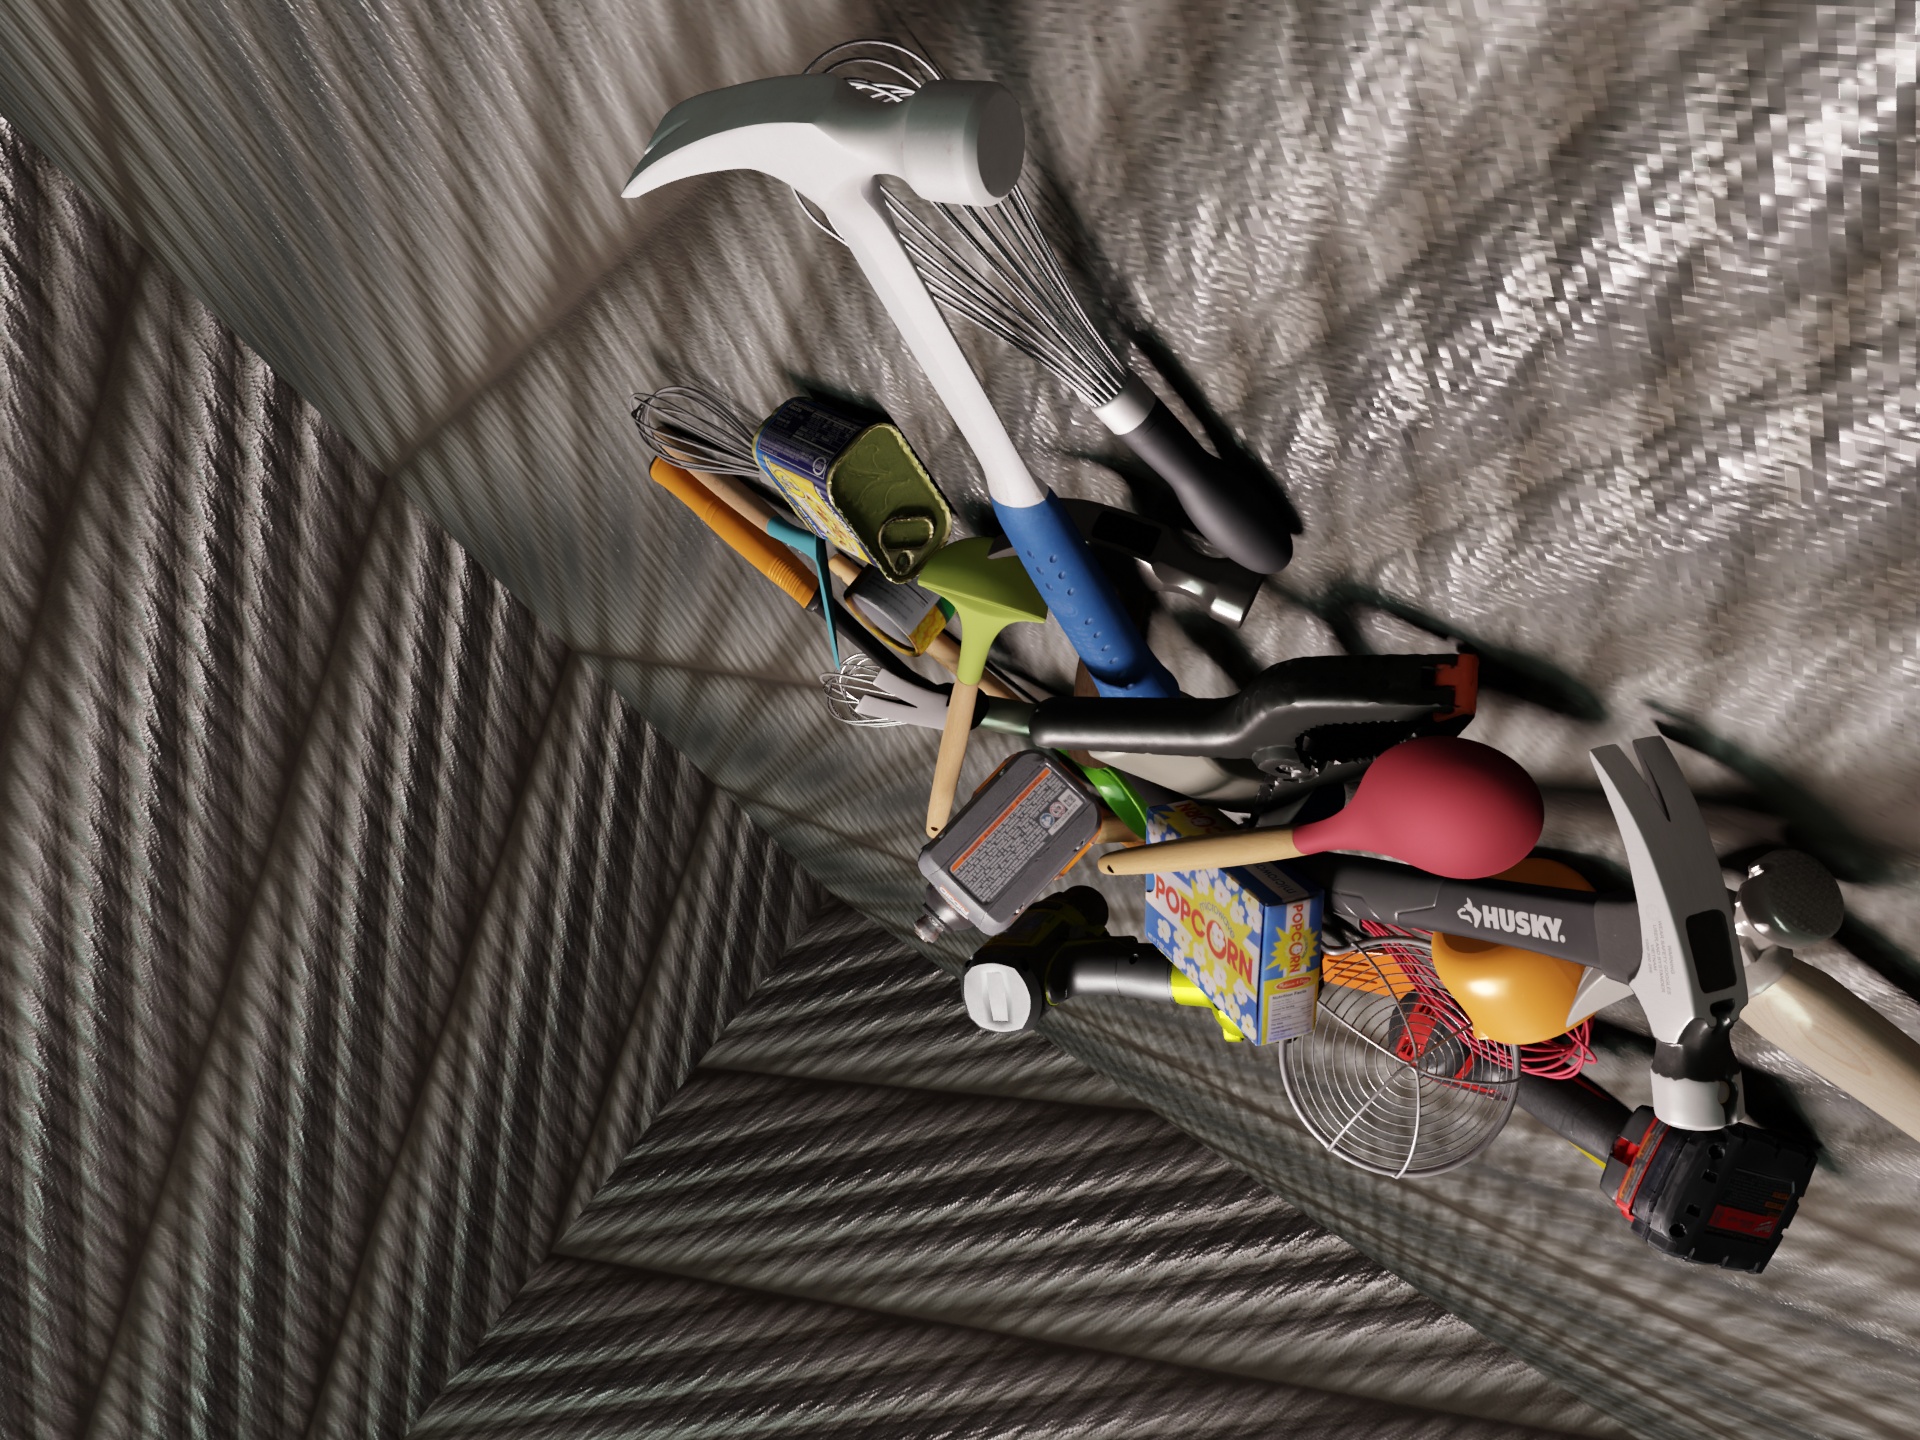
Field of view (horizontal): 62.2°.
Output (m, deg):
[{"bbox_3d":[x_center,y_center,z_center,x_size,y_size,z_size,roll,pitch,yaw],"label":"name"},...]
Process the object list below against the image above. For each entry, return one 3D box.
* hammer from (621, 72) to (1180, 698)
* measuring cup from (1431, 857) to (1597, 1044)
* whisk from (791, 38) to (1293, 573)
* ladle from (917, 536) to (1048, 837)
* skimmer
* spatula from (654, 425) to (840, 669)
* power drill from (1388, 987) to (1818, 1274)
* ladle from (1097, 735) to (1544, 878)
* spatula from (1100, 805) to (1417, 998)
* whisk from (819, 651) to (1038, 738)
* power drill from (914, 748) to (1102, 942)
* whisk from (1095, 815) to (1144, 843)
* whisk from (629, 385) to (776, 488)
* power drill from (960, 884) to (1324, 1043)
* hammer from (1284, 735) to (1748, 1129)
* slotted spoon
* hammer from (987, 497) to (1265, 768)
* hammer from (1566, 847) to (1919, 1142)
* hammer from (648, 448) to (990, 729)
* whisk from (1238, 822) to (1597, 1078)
[{"bbox_3d":[0.015,-0.100,0.639,0.144,0.035,0.405,14,161,28],"label":"hammer"},{"bbox_3d":[0.270,0.098,0.824,0.052,0.095,0.174,48,-176,-18],"label":"measuring cup"},{"bbox_3d":[0.042,-0.144,0.616,0.284,0.070,0.070,39,169,-29],"label":"whisk"},{"bbox_3d":[-0.002,-0.003,1.022,0.078,0.062,0.320,17,143,4],"label":"ladle"},{"bbox_3d":[0.183,0.113,0.956,0.090,0.127,0.364,50,180,-41],"label":"skimmer"},{"bbox_3d":[-0.150,-0.142,1.102,0.318,0.044,0.082,40,148,44],"label":"spatula"},{"bbox_3d":[0.375,0.232,0.947,0.143,0.078,0.220,21,-175,-35],"label":"power drill"},{"bbox_3d":[0.149,0.057,0.764,0.069,0.031,0.315,55,154,-7],"label":"ladle"},{"bbox_3d":[0.207,0.129,1.219,0.323,0.041,0.080,33,167,39],"label":"spatula"},{"bbox_3d":[-0.001,-0.009,1.153,0.246,0.058,0.059,11,164,32],"label":"whisk"},{"bbox_3d":[0.025,0.101,1.162,0.084,0.164,0.226,44,176,5],"label":"power drill"},{"bbox_3d":[0.081,0.095,1.309,0.245,0.047,0.051,-9,103,56],"label":"whisk"},{"bbox_3d":[-0.124,-0.163,1.044,0.239,0.055,0.055,28,165,21],"label":"whisk"},{"bbox_3d":[0.135,0.163,1.130,0.228,0.080,0.190,-2,-167,26],"label":"power drill"},{"bbox_3d":[0.222,0.079,0.746,0.335,0.035,0.146,-179,80,-70],"label":"hammer"},{"bbox_3d":[0.026,-0.022,1.173,0.314,0.031,0.070,39,168,4],"label":"slotted spoon"},{"bbox_3d":[0.079,-0.035,0.881,0.130,0.031,0.331,25,164,9],"label":"hammer"},{"bbox_3d":[0.457,0.205,0.665,0.410,0.038,0.146,35,148,2],"label":"hammer"},{"bbox_3d":[-0.125,-0.103,1.143,0.337,0.034,0.127,42,-163,29],"label":"hammer"},{"bbox_3d":[0.265,0.127,0.970,0.073,0.073,0.296,48,171,-38],"label":"whisk"}]
